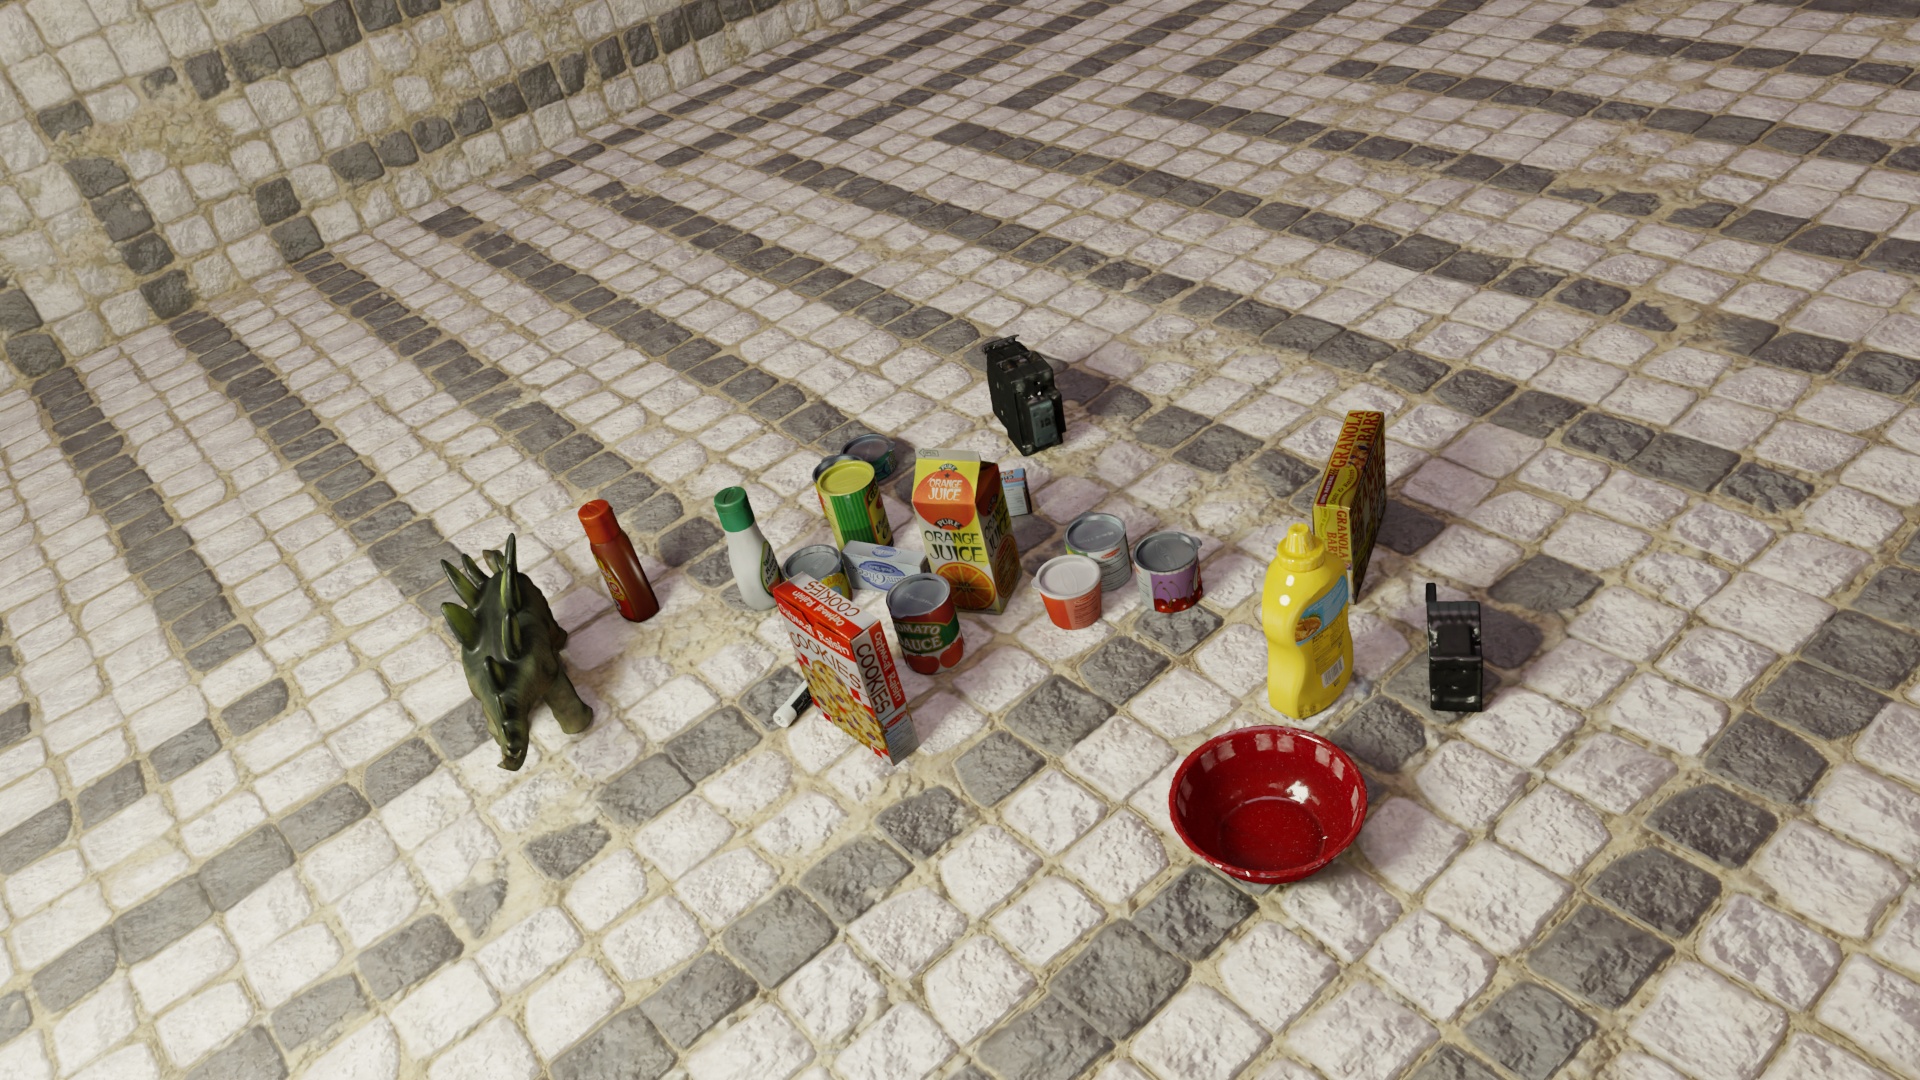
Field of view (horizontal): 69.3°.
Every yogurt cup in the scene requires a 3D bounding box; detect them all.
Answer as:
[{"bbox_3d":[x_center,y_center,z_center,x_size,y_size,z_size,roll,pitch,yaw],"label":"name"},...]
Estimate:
[{"bbox_3d":[0.115,0.055,1.436,0.072,0.053,0.073,-9,37,7],"label":"yogurt cup"}]

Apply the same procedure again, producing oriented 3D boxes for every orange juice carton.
[{"bbox_3d":[0.005,-0.018,1.453,0.072,0.191,0.073,4,40,23],"label":"orange juice carton"}]

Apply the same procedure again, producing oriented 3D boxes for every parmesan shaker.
[{"bbox_3d":[-0.119,-0.033,1.589,0.071,0.102,0.072,-9,37,7],"label":"parmesan shaker"}]

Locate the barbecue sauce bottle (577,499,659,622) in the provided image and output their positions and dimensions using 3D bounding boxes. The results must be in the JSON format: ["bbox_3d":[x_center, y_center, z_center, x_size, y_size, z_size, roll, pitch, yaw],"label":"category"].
[{"bbox_3d":[-0.388,0.022,1.570,0.044,0.147,0.065,-34,41,-25],"label":"barbecue sauce bottle"}]

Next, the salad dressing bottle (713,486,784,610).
[{"bbox_3d":[-0.234,0.009,1.536,0.044,0.147,0.064,-3,38,15],"label":"salad dressing bottle"}]

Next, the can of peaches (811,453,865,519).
[{"bbox_3d":[-0.141,-0.064,1.674,0.071,0.057,0.071,-9,37,7],"label":"can of peaches"}]

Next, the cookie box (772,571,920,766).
[{"bbox_3d":[-0.109,0.123,1.327,0.040,0.166,0.123,-36,41,-27],"label":"cookie box"}]

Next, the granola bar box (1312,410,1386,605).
[{"bbox_3d":[0.394,-0.035,1.402,0.039,0.123,0.166,6,41,26],"label":"granola bar box"}]

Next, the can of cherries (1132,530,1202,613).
[{"bbox_3d":[0.216,0.032,1.429,0.071,0.058,0.072,-9,37,7],"label":"can of cherries"}]

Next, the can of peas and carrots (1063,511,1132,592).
[{"bbox_3d":[0.146,0.012,1.479,0.071,0.058,0.071,-9,37,7],"label":"can of peas and carrots"}]

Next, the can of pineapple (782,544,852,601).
[{"bbox_3d":[-0.156,0.047,1.534,0.071,0.057,0.071,-9,37,7],"label":"can of pineapple"}]

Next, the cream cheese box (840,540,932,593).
[{"bbox_3d":[-0.078,0.033,1.530,0.104,0.053,0.024,9,42,28],"label":"cream cheese box"}]

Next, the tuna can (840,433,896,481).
[{"bbox_3d":[-0.112,-0.103,1.737,0.071,0.032,0.071,-9,37,7],"label":"tuna can"}]

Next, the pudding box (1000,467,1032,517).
[{"bbox_3d":[0.038,-0.051,1.605,0.084,0.049,0.030,-10,37,7],"label":"pudding box"}]

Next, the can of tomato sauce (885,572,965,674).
[{"bbox_3d":[-0.036,0.087,1.421,0.071,0.082,0.071,-9,37,7],"label":"can of tomato sauce"}]
